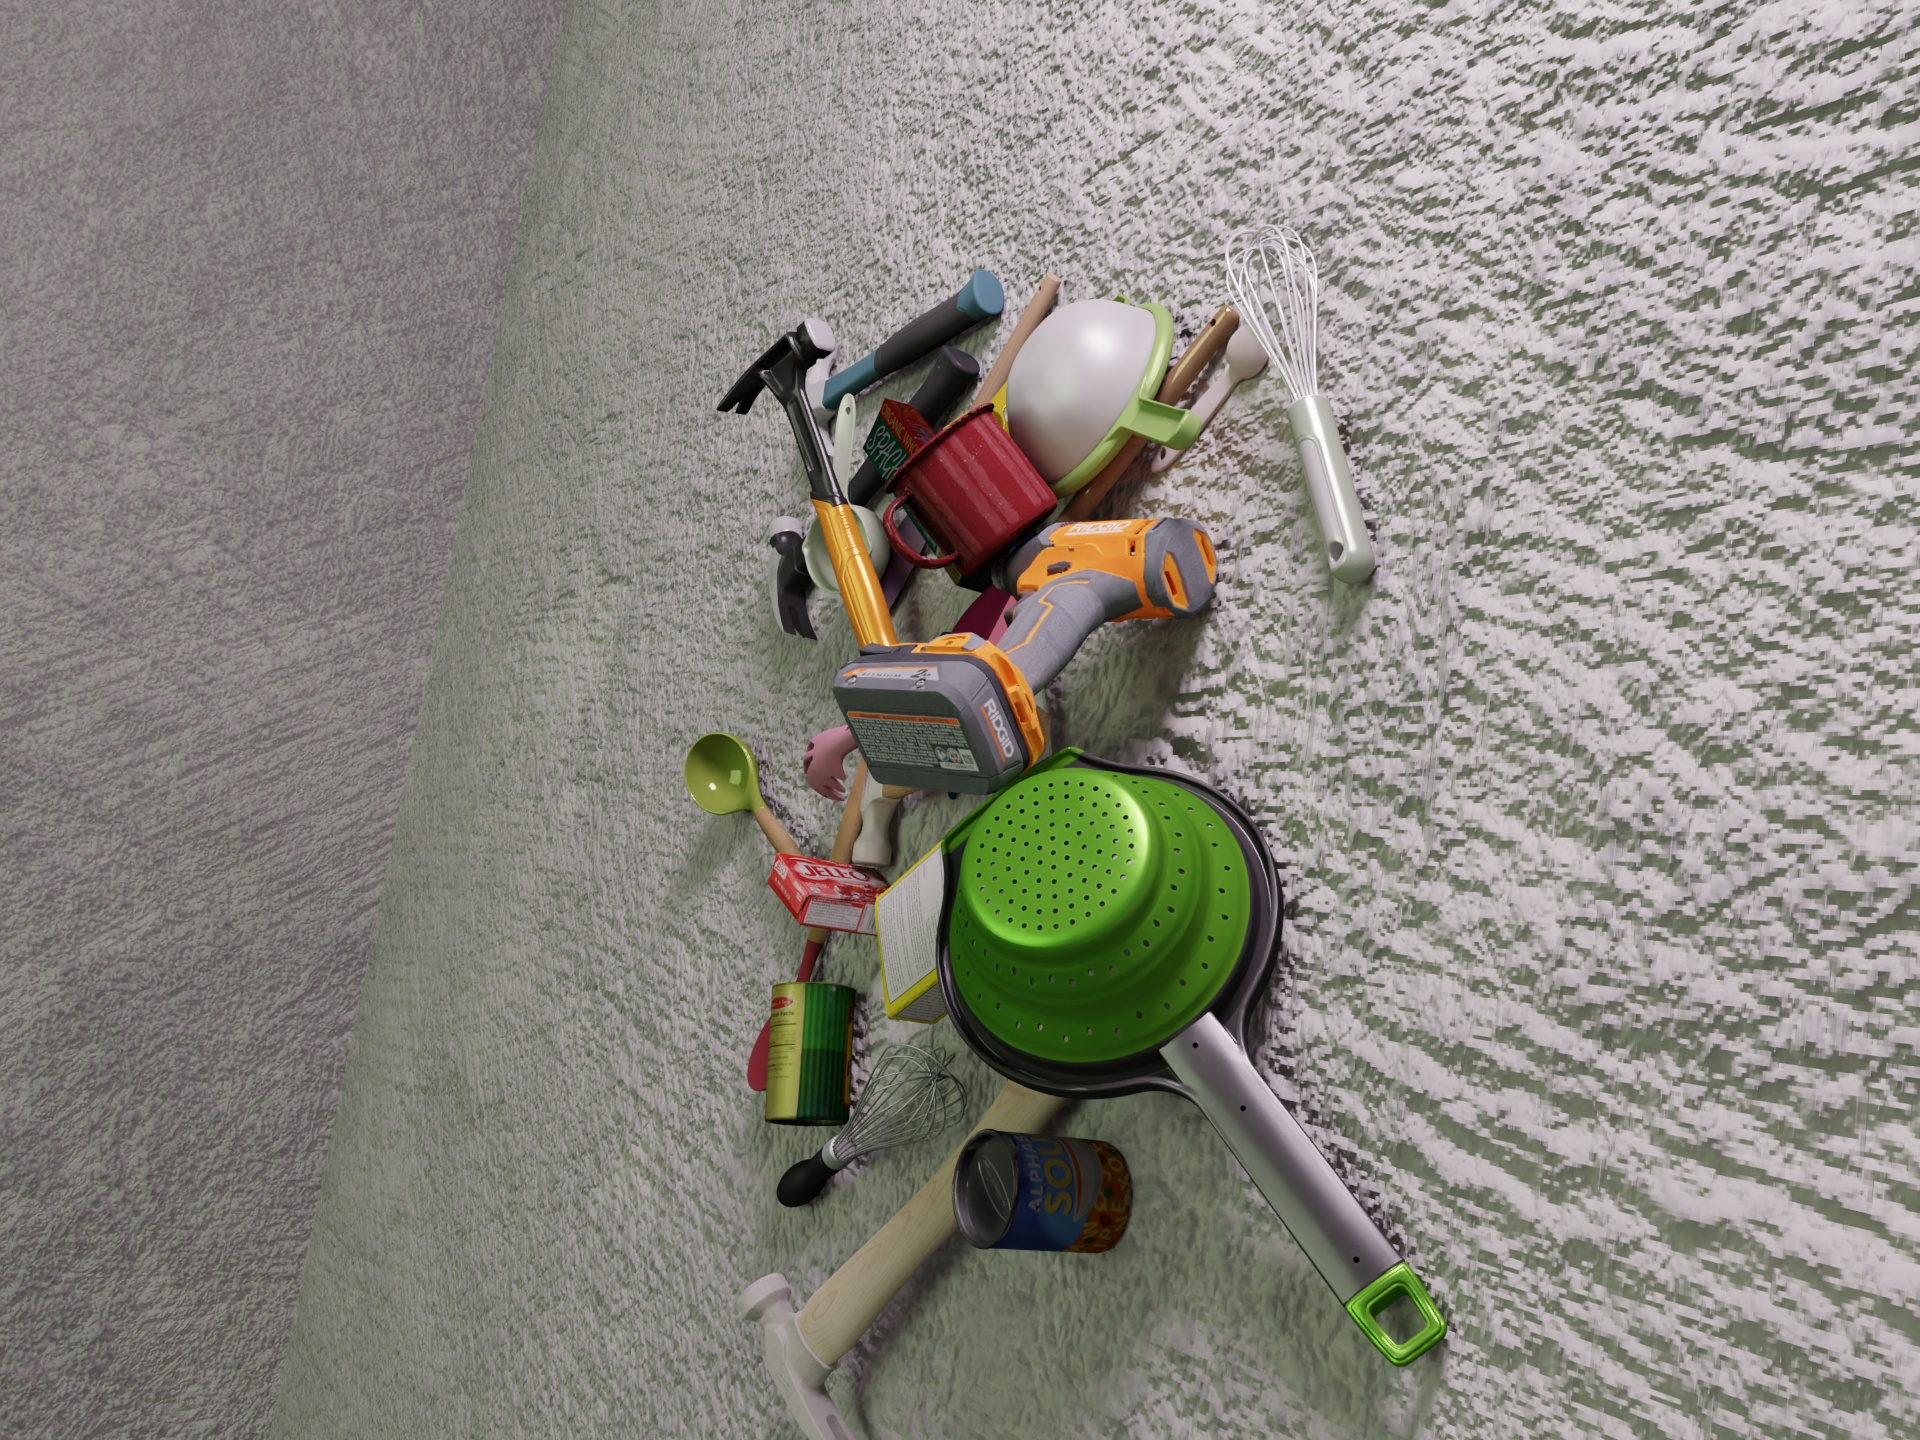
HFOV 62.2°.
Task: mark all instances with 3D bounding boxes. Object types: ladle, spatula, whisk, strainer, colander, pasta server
[{"bbox_3d":[-0.113,0.156,1.308,0.069,0.031,0.315,22,96,60],"label":"ladle"},{"bbox_3d":[-0.001,-0.219,1.280,0.315,0.018,0.060,-58,32,30],"label":"spatula"},{"bbox_3d":[-0.076,0.303,1.158,0.284,0.070,0.070,-48,40,46],"label":"whisk"},{"bbox_3d":[0.083,-0.213,1.022,0.151,0.069,0.256,-58,20,8],"label":"strainer"},{"bbox_3d":[-0.177,0.090,1.392,0.320,0.062,0.078,41,114,60],"label":"ladle"},{"bbox_3d":[0.104,0.144,0.814,0.204,0.094,0.398,-37,51,-1],"label":"colander"},{"bbox_3d":[-0.057,0.005,1.177,0.316,0.040,0.060,151,126,-62],"label":"pasta server"},{"bbox_3d":[0.196,-0.185,0.908,0.057,0.059,0.247,128,139,-55],"label":"whisk"}]

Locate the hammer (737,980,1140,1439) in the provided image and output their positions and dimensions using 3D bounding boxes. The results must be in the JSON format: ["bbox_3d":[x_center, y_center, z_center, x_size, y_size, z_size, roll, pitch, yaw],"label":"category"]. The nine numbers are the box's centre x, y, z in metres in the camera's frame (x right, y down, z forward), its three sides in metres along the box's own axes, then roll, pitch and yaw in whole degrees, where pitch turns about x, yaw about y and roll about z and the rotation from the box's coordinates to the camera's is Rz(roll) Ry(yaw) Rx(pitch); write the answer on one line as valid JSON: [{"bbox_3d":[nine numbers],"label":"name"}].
[{"bbox_3d":[-0.008,0.323,1.032,0.146,0.038,0.410,51,120,28],"label":"hammer"}]

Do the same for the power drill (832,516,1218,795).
[{"bbox_3d":[0.031,-0.050,0.964,0.164,0.226,0.084,4,125,47],"label":"power drill"}]

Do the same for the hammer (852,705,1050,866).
[{"bbox_3d":[-0.012,0.028,1.122,0.331,0.031,0.130,156,122,-68],"label":"hammer"}]

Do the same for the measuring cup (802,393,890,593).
[{"bbox_3d":[-0.090,-0.189,1.342,0.083,0.038,0.167,6,93,41],"label":"measuring cup"}]

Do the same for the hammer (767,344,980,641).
[{"bbox_3d":[-0.082,-0.205,1.396,0.334,0.035,0.146,-44,42,43],"label":"hammer"}]

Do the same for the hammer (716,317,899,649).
[{"bbox_3d":[-0.106,-0.157,1.307,0.127,0.034,0.337,-32,70,36],"label":"hammer"}]

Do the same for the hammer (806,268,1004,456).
[{"bbox_3d":[-0.062,-0.325,1.412,0.331,0.033,0.128,-13,66,57],"label":"hammer"}]

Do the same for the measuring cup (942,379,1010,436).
[{"bbox_3d":[0.044,-0.236,1.172,0.062,0.029,0.156,28,74,44],"label":"measuring cup"}]

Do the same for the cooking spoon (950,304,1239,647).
[{"bbox_3d":[0.081,-0.144,1.066,0.319,0.017,0.069,-51,40,21],"label":"cooking spoon"}]

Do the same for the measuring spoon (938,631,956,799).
[{"bbox_3d":[-0.002,-0.004,1.202,0.042,0.021,0.129,155,114,-65],"label":"measuring spoon"}]

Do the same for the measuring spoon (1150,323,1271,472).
[{"bbox_3d":[0.153,-0.204,1.013,0.124,0.018,0.034,-50,39,39],"label":"measuring spoon"}]

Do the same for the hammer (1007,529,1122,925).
[{"bbox_3d":[0.047,-0.020,1.101,0.144,0.035,0.406,-40,46,46],"label":"hammer"}]
